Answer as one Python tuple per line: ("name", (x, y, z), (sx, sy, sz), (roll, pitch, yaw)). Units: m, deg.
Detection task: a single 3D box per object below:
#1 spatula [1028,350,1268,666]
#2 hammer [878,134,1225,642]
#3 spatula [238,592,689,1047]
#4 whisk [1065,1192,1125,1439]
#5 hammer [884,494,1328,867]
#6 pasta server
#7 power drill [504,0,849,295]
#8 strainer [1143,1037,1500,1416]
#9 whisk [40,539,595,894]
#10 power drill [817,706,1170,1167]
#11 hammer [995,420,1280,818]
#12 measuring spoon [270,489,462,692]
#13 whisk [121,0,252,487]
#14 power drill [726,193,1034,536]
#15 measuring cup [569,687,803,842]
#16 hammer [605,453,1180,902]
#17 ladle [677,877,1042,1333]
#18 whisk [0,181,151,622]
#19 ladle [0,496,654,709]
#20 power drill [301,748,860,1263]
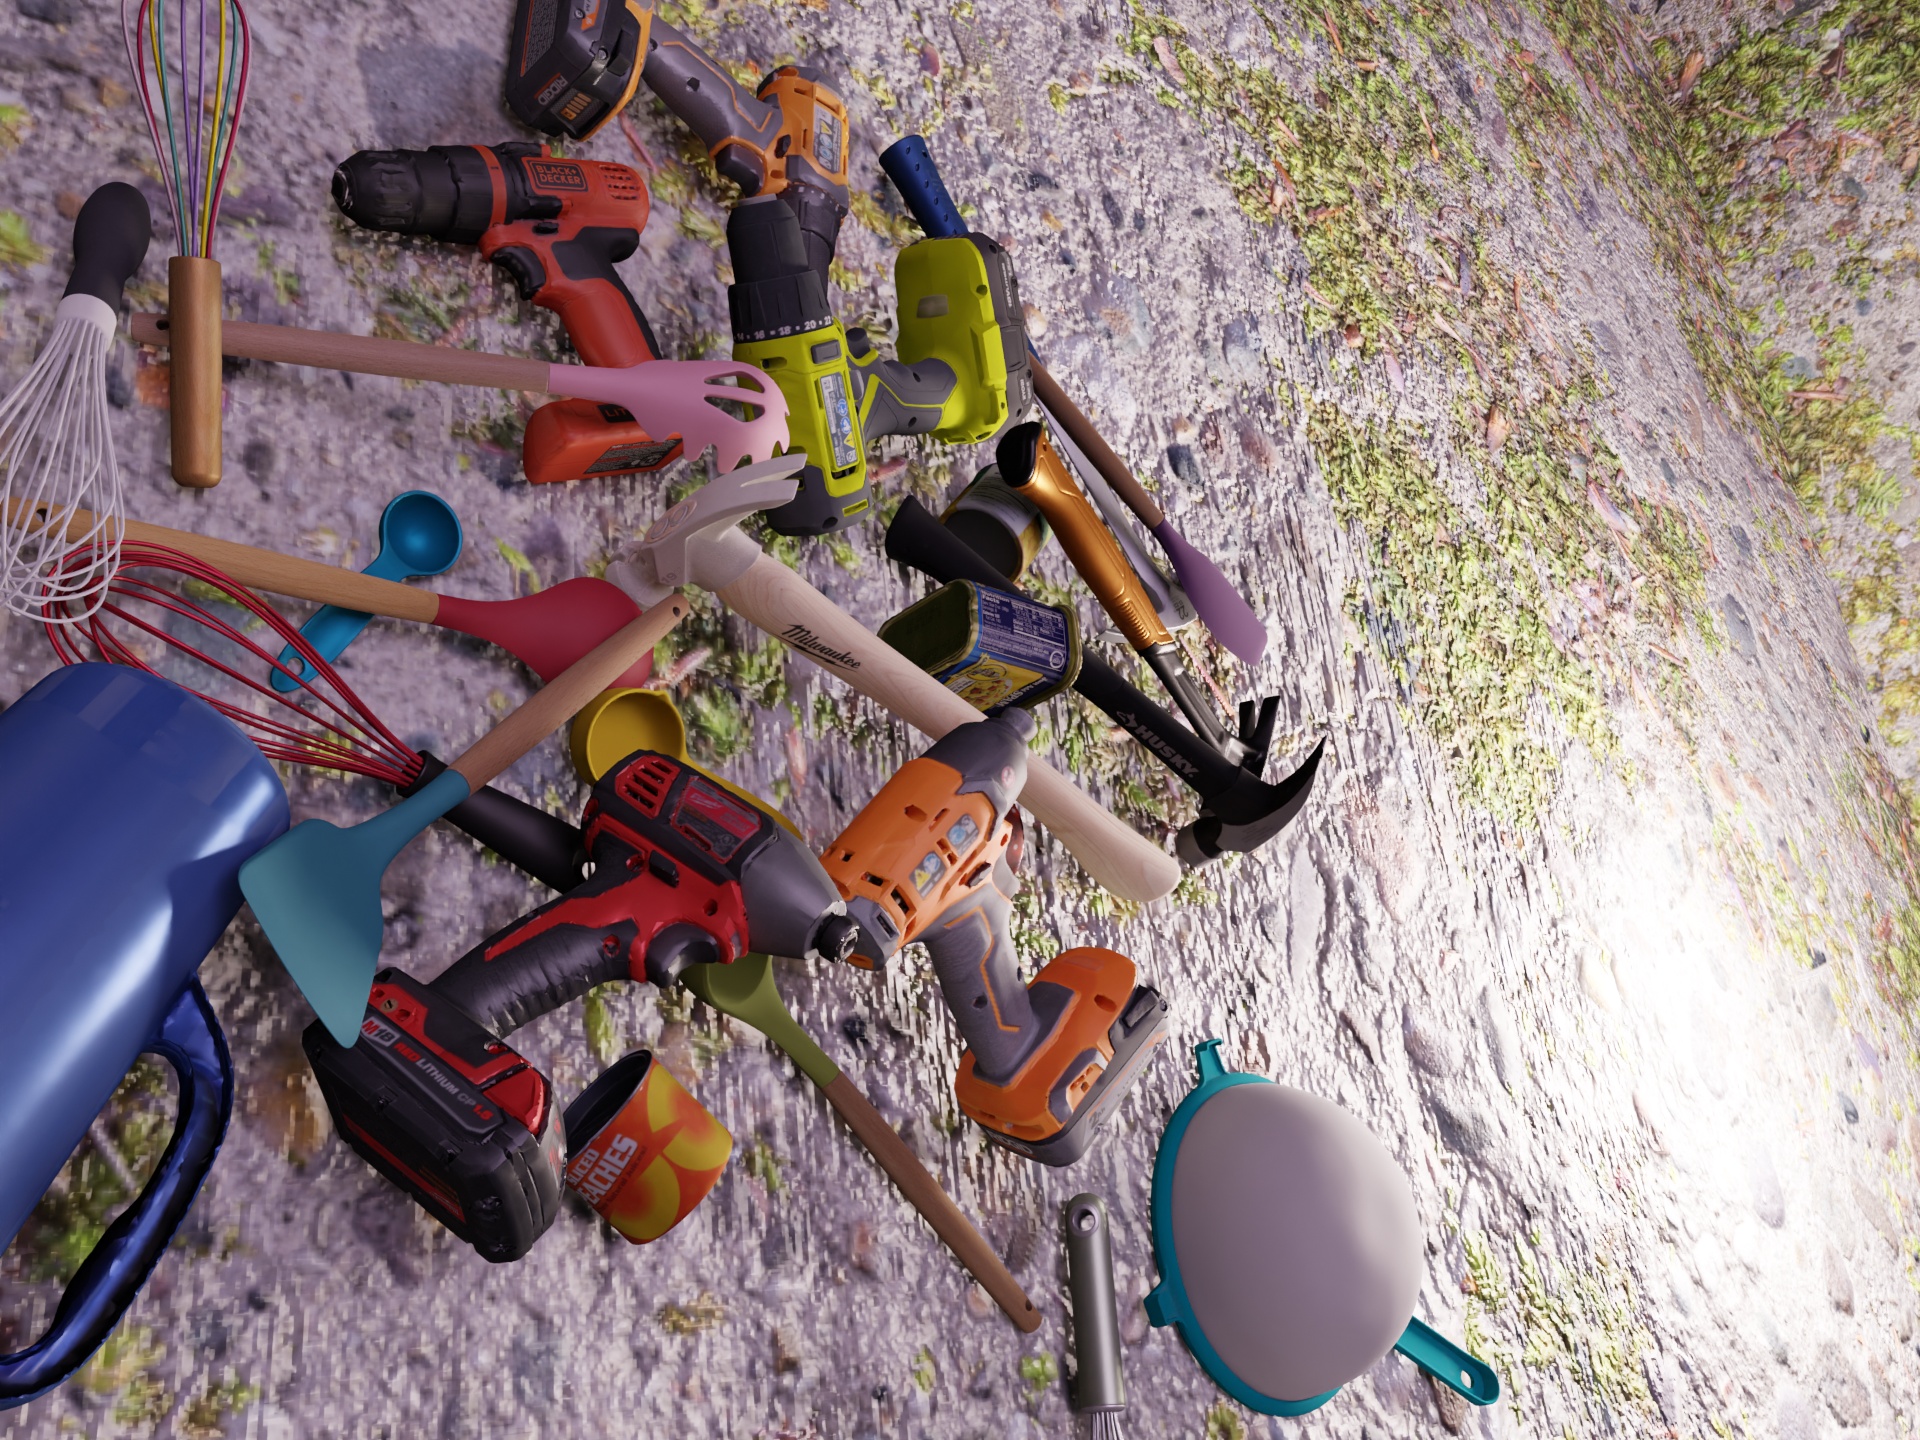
("spatula", (0.124, -0.160, 1.143), (0.315, 0.018, 0.060), (48, 44, -16))
("hammer", (0.056, -0.238, 1.158), (0.144, 0.035, 0.405), (-35, 95, -47))
("spatula", (-0.200, 0.015, 0.711), (0.318, 0.044, 0.082), (-52, 126, -51))
("whisk", (0.079, 0.383, 0.865), (0.059, 0.058, 0.247), (60, 23, -59))
("hammer", (0.087, -0.031, 1.030), (0.334, 0.146, 0.035), (39, 49, -13))
("pasta server", (-0.234, -0.170, 0.789), (0.316, 0.040, 0.060), (3, 75, -21))
("power drill", (-0.162, -0.360, 0.982), (0.226, 0.084, 0.185), (22, 58, -41))
("strainer", (0.269, 0.356, 1.018), (0.340, 0.095, 0.211), (39, 47, -22))
("whisk", (-0.262, 0.015, 0.710), (0.295, 0.073, 0.073), (37, 48, -34))
("power drill", (0.025, 0.112, 0.857), (0.164, 0.084, 0.226), (-48, 122, -26))
("hammer", (0.125, -0.072, 1.081), (0.336, 0.034, 0.127), (52, 45, -32))
("measuring spoon", (-0.287, -0.060, 0.756), (0.042, 0.021, 0.129), (52, 51, -29))
("whisk", (-0.345, -0.228, 0.713), (0.051, 0.047, 0.245), (-61, 153, -86))
("power drill", (-0.054, -0.233, 0.982), (0.228, 0.080, 0.190), (-32, 118, -49))
("measuring cup", (-0.142, 0.034, 0.840), (0.156, 0.029, 0.062), (39, 70, -41))
("hammer", (-0.001, -0.003, 0.922), (0.410, 0.146, 0.038), (36, 49, -32))
("ladle", (-0.044, 0.202, 0.826), (0.320, 0.062, 0.078), (53, 35, -13))
("whisk", (-0.365, -0.142, 0.652), (0.070, 0.070, 0.285), (23, 36, -35))
("ladle", (-0.270, -0.059, 0.739), (0.315, 0.031, 0.069), (13, 77, -43))
("power drill", (-0.153, 0.113, 0.687), (0.143, 0.078, 0.220), (29, 50, 21))
